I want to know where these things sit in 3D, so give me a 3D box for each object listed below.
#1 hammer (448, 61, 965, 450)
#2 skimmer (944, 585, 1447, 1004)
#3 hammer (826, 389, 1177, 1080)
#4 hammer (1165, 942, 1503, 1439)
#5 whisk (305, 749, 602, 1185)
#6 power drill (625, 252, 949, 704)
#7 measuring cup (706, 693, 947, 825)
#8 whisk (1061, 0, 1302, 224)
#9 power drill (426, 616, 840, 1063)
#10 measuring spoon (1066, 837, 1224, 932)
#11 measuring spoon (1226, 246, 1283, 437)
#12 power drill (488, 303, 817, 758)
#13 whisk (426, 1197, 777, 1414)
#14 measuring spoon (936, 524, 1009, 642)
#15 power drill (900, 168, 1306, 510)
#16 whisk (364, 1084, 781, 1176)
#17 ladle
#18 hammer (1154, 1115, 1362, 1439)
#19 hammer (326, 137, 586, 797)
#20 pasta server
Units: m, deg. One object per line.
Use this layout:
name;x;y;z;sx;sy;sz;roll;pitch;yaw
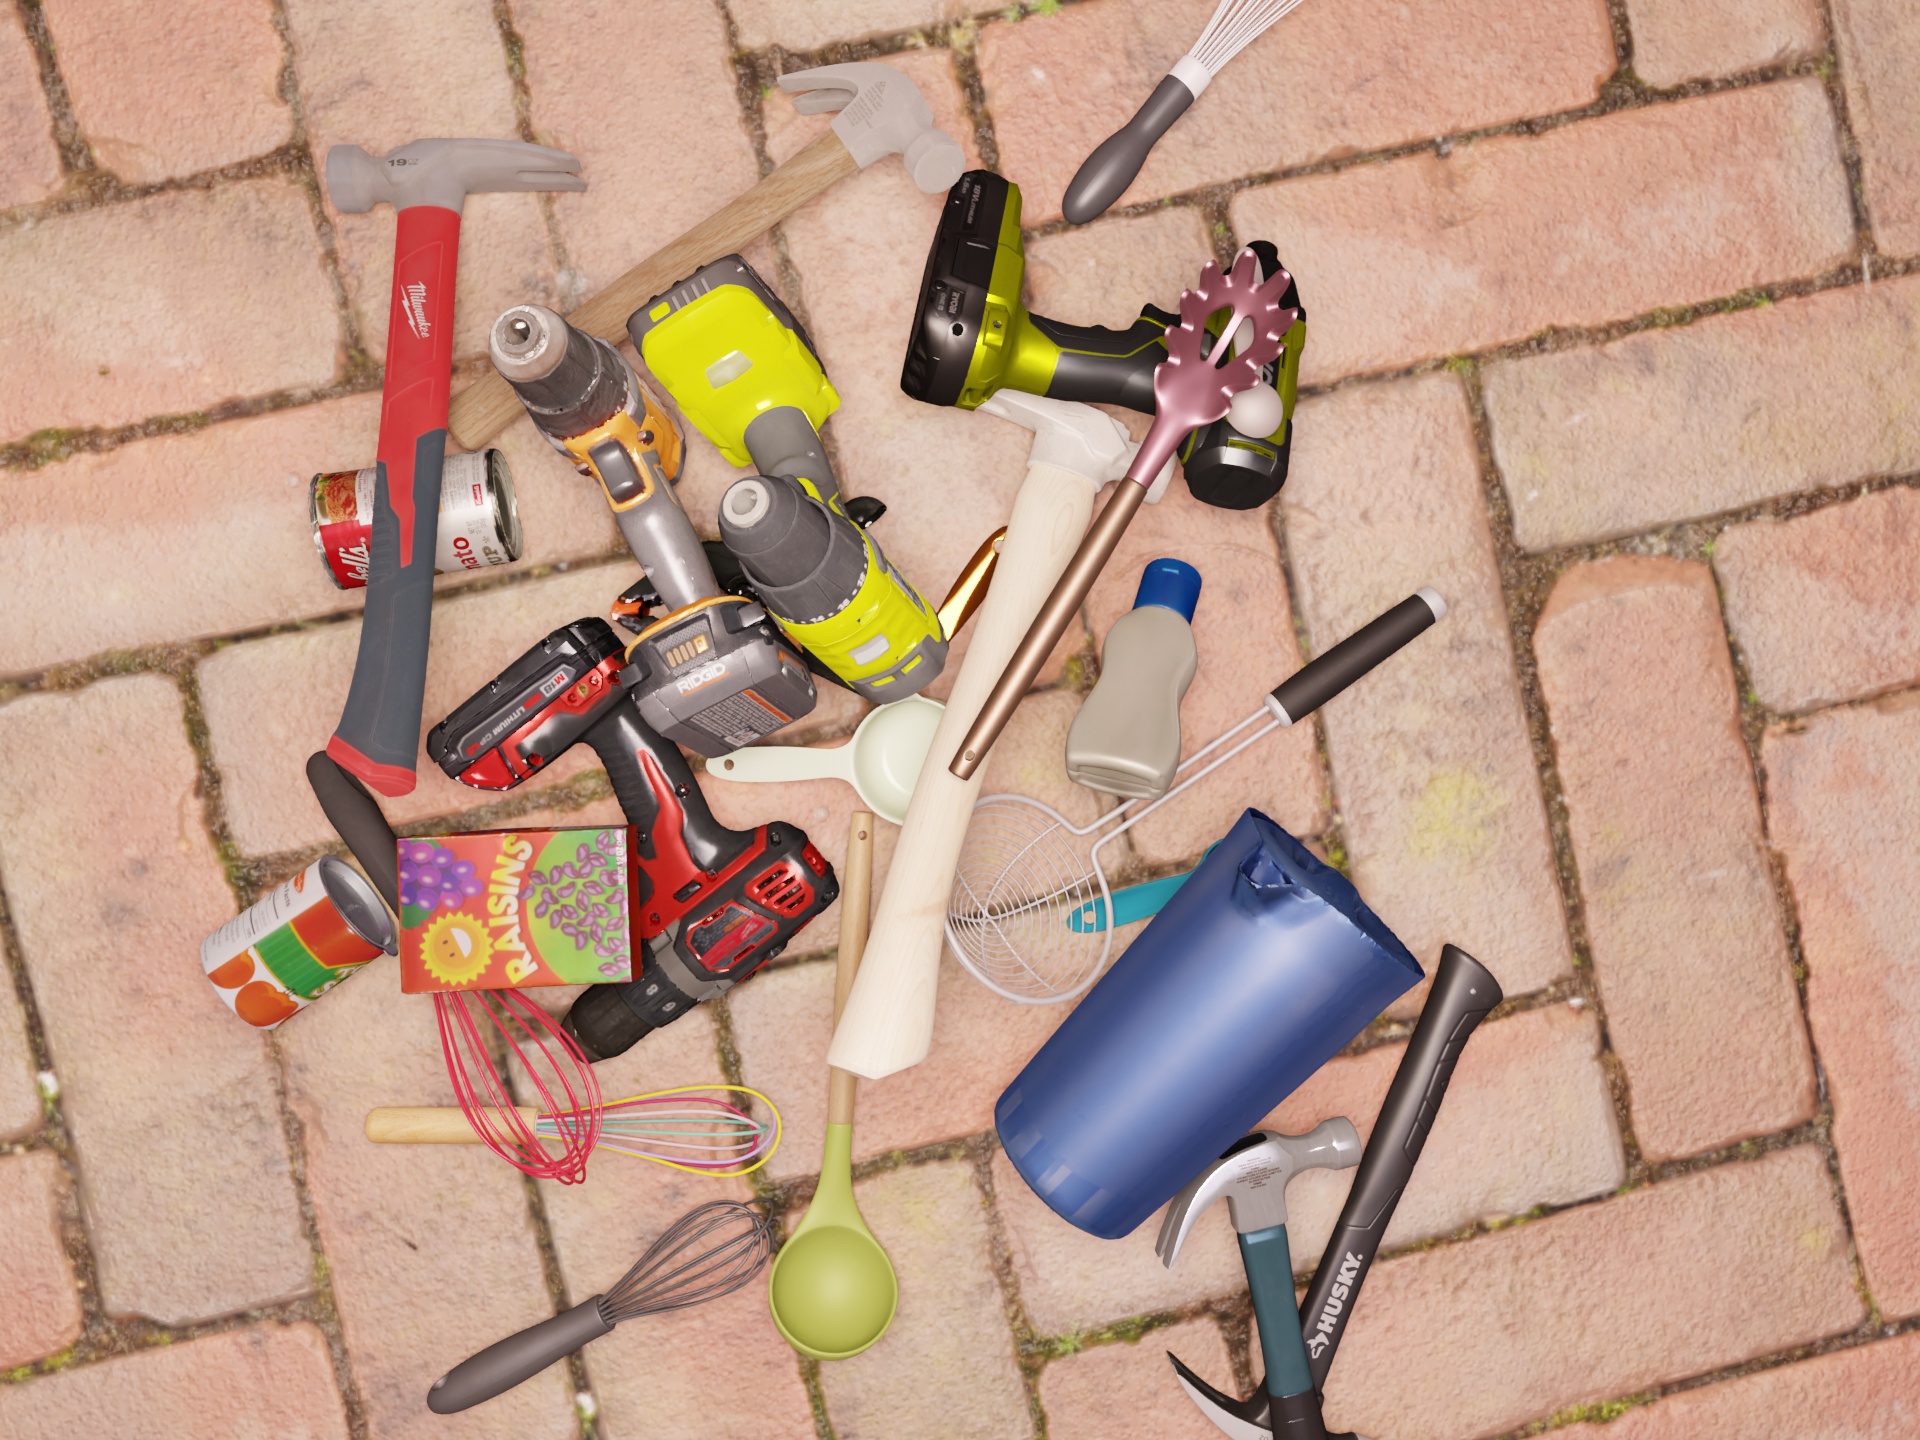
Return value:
hammer;-0.161;-0.265;0.917;0.331;0.031;0.130;-34;57;6
skimmer;0.145;0.029;0.936;0.363;0.090;0.127;-35;91;-2
hammer;-0.001;-0.003;0.897;0.146;0.038;0.411;20;73;-3
hammer;0.247;0.296;0.977;0.146;0.035;0.335;23;90;-5
whisk;-0.293;0.138;0.909;0.073;0.073;0.296;-35;80;-2
power drill;-0.096;-0.132;0.838;0.080;0.190;0.229;-30;62;9
measuring cup;-0.069;0.024;0.955;0.167;0.038;0.083;-1;94;13
whisk;0.157;-0.407;0.947;0.070;0.070;0.284;41;94;-4
power drill;-0.206;0.074;0.923;0.188;0.080;0.226;-38;98;5
measuring spoon;0.126;0.104;0.977;0.128;0.021;0.042;-19;93;6
measuring spoon;0.164;-0.216;0.889;0.034;0.018;0.124;7;69;-14
power drill;-0.167;-0.103;0.840;0.084;0.185;0.226;-27;78;3
whisk;-0.213;0.350;0.946;0.239;0.055;0.055;-29;93;2
measuring spoon;-0.001;-0.070;0.963;0.021;0.011;0.117;35;89;-4
power drill;0.089;-0.229;0.921;0.223;0.080;0.171;14;67;-9
whisk;-0.229;0.244;0.942;0.245;0.051;0.047;0;97;-1
ladle;-0.067;0.215;0.945;0.078;0.062;0.320;5;88;-15
hammer;0.200;0.408;0.943;0.128;0.033;0.331;-11;93;-6
hammer;-0.284;-0.148;0.868;0.143;0.038;0.387;-1;72;-3
pasta server;0.080;-0.105;0.851;0.060;0.040;0.316;32;92;4
